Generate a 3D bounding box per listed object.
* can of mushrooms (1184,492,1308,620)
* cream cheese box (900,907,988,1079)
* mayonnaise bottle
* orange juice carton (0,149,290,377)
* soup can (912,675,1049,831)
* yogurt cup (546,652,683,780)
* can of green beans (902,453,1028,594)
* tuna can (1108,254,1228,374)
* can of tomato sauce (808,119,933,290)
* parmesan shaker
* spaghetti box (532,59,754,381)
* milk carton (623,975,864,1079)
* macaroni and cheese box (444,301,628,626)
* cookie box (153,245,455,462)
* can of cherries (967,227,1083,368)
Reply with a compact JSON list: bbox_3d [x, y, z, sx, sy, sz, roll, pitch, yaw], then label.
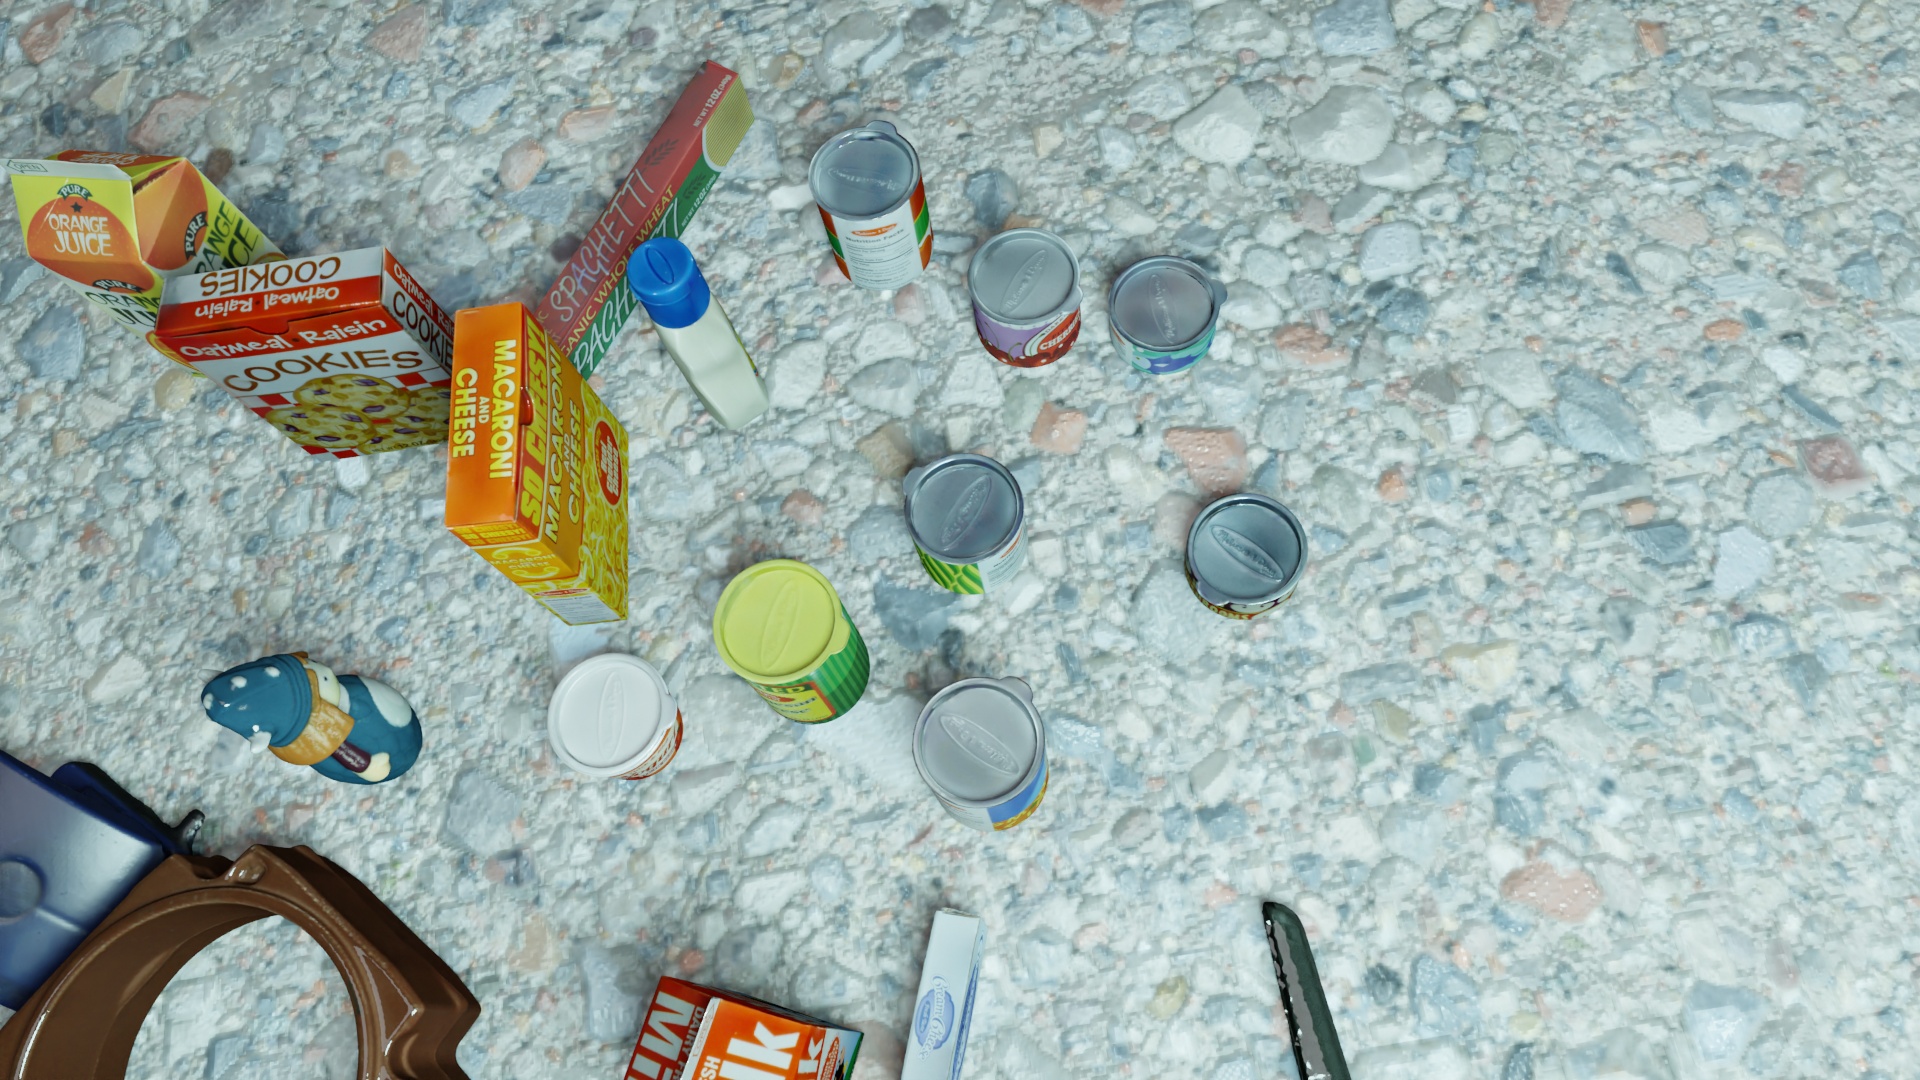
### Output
[{"bbox_3d":[0.158,0.011,0.780,0.071,0.033,0.071,-2,69,5],"label":"can of mushrooms"},{"bbox_3d":[-0.009,0.241,0.699,0.024,0.053,0.104,9,71,9],"label":"cream cheese box"},{"bbox_3d":[-0.151,-0.120,0.798,0.041,0.147,0.065,-33,70,-6],"label":"mayonnaise bottle"},{"bbox_3d":[-0.471,-0.168,0.824,0.072,0.192,0.073,5,71,8],"label":"orange juice carton"},{"bbox_3d":[0.015,0.112,0.729,0.071,0.083,0.071,-2,70,5],"label":"soup can"},{"bbox_3d":[-0.187,0.101,0.769,0.072,0.053,0.072,-2,69,5],"label":"yogurt cup"},{"bbox_3d":[0.005,-0.008,0.789,0.071,0.057,0.071,-2,69,5],"label":"can of green beans"},{"bbox_3d":[0.125,-0.136,0.839,0.071,0.032,0.071,-2,69,5],"label":"tuna can"},{"bbox_3d":[-0.053,-0.204,0.855,0.071,0.083,0.071,-2,70,5],"label":"can of tomato sauce"},{"bbox_3d":[-0.085,0.058,0.748,0.071,0.102,0.071,-2,70,5],"label":"parmesan shaker"},{"bbox_3d":[-0.208,-0.193,0.884,0.029,0.050,0.251,24,74,14],"label":"spaghetti box"},{"bbox_3d":[-0.102,0.247,0.632,0.073,0.190,0.072,14,72,11],"label":"milk carton"},{"bbox_3d":[-0.226,-0.036,0.764,0.040,0.166,0.124,-7,69,3],"label":"macaroni and cheese box"},{"bbox_3d":[-0.352,-0.102,0.801,0.123,0.167,0.040,-8,69,3],"label":"cookie box"},{"bbox_3d":[0.041,-0.143,0.836,0.071,0.058,0.072,-2,69,5],"label":"can of cherries"}]
